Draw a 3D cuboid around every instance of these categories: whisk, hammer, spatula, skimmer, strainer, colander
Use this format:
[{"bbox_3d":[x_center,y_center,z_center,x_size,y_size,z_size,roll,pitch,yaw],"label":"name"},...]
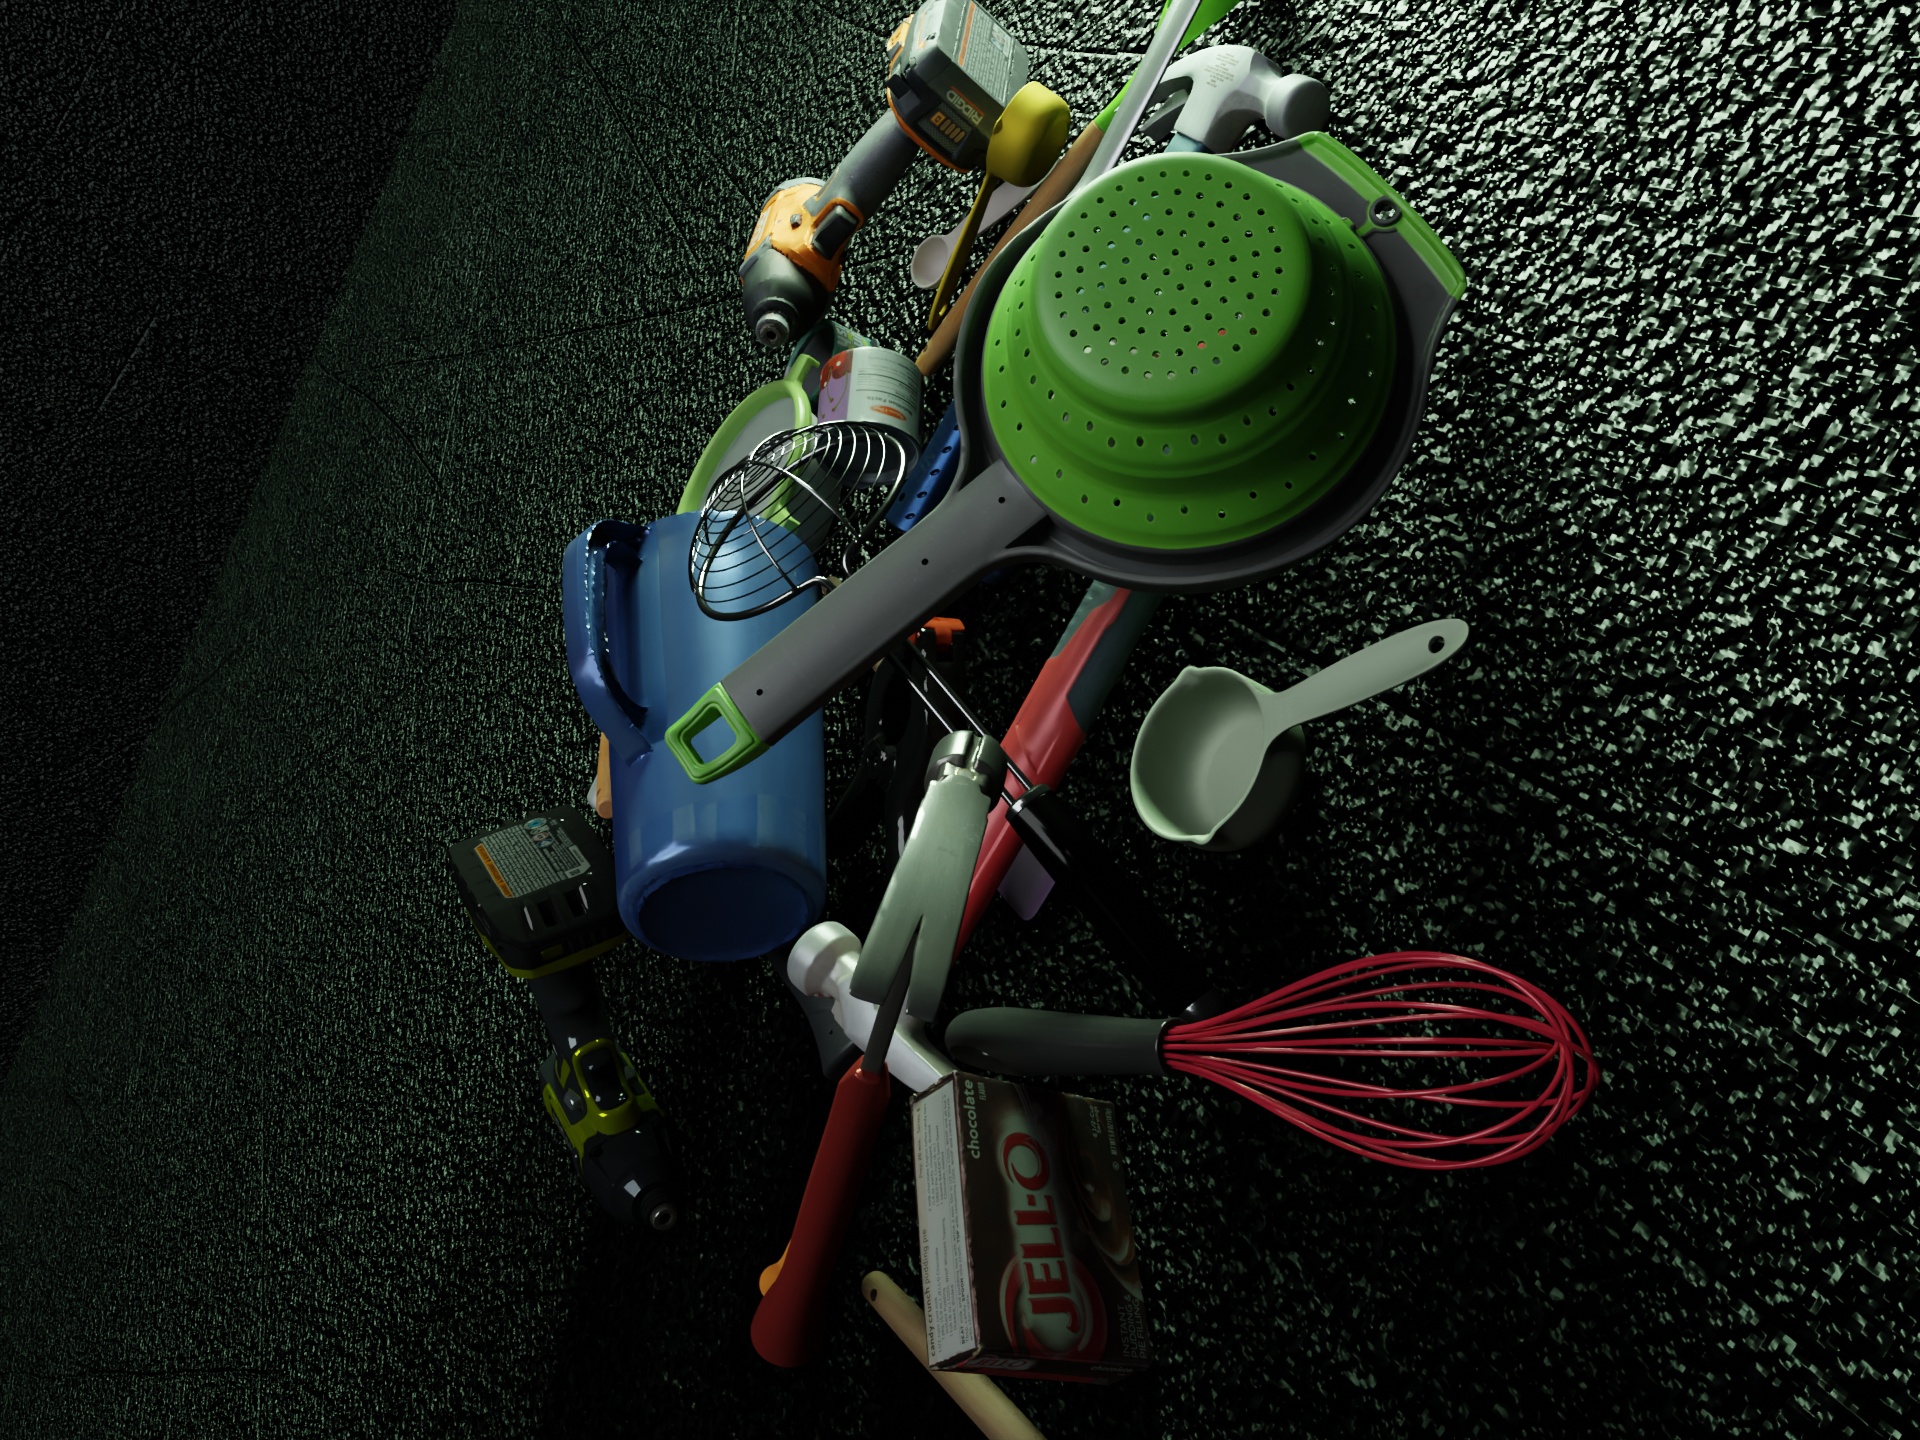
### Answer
[{"bbox_3d":[0.097,0.125,0.602,0.296,0.073,0.073,-10,65,46],"label":"whisk"},{"bbox_3d":[0.062,-0.005,0.740,0.143,0.038,0.386,33,96,34],"label":"hammer"},{"bbox_3d":[-0.213,-0.007,1.032,0.081,0.041,0.323,-56,20,14],"label":"spatula"},{"bbox_3d":[-0.048,0.179,0.681,0.149,0.036,0.358,-71,-1,-53],"label":"hammer"},{"bbox_3d":[-0.001,-0.002,0.736,0.127,0.090,0.363,-40,72,0],"label":"skimmer"},{"bbox_3d":[-0.155,-0.119,1.071,0.256,0.069,0.152,-32,44,42],"label":"strainer"},{"bbox_3d":[0.063,-0.207,0.858,0.331,0.033,0.128,-56,38,18],"label":"hammer"},{"bbox_3d":[0.070,-0.275,0.823,0.405,0.035,0.144,-62,37,11],"label":"hammer"},{"bbox_3d":[0.025,-0.111,0.656,0.397,0.094,0.205,-38,72,3],"label":"colander"},{"bbox_3d":[-0.018,-0.004,0.876,0.059,0.018,0.316,-61,37,19],"label":"spatula"},{"bbox_3d":[-0.134,0.082,0.974,0.149,0.036,0.409,-60,37,11],"label":"hammer"}]

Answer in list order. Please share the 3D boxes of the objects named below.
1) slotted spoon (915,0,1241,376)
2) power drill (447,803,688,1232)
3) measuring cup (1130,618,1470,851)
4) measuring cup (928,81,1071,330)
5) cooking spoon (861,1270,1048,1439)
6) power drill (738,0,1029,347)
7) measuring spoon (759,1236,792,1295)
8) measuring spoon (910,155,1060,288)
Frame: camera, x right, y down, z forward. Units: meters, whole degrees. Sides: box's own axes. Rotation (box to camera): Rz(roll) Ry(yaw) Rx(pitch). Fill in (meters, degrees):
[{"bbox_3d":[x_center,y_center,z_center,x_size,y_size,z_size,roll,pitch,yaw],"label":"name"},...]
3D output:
[{"bbox_3d":[0.066,-0.319,0.916,0.313,0.031,0.070,-48,27,30],"label":"slotted spoon"},{"bbox_3d":[-0.216,0.176,0.918,0.171,0.080,0.223,32,138,56],"label":"power drill"},{"bbox_3d":[0.142,0.002,0.646,0.167,0.038,0.083,-29,51,40],"label":"measuring cup"},{"bbox_3d":[0.022,-0.299,0.949,0.029,0.062,0.156,32,116,11],"label":"measuring cup"},{"bbox_3d":[0.042,0.308,0.639,0.319,0.017,0.069,24,98,54],"label":"cooking spoon"},{"bbox_3d":[-0.060,-0.340,1.018,0.226,0.084,0.164,-37,31,35],"label":"power drill"},{"bbox_3d":[-0.077,0.254,0.830,0.117,0.011,0.021,-61,36,11],"label":"measuring spoon"},{"bbox_3d":[0.018,-0.310,0.991,0.124,0.018,0.034,-31,62,33],"label":"measuring spoon"}]
